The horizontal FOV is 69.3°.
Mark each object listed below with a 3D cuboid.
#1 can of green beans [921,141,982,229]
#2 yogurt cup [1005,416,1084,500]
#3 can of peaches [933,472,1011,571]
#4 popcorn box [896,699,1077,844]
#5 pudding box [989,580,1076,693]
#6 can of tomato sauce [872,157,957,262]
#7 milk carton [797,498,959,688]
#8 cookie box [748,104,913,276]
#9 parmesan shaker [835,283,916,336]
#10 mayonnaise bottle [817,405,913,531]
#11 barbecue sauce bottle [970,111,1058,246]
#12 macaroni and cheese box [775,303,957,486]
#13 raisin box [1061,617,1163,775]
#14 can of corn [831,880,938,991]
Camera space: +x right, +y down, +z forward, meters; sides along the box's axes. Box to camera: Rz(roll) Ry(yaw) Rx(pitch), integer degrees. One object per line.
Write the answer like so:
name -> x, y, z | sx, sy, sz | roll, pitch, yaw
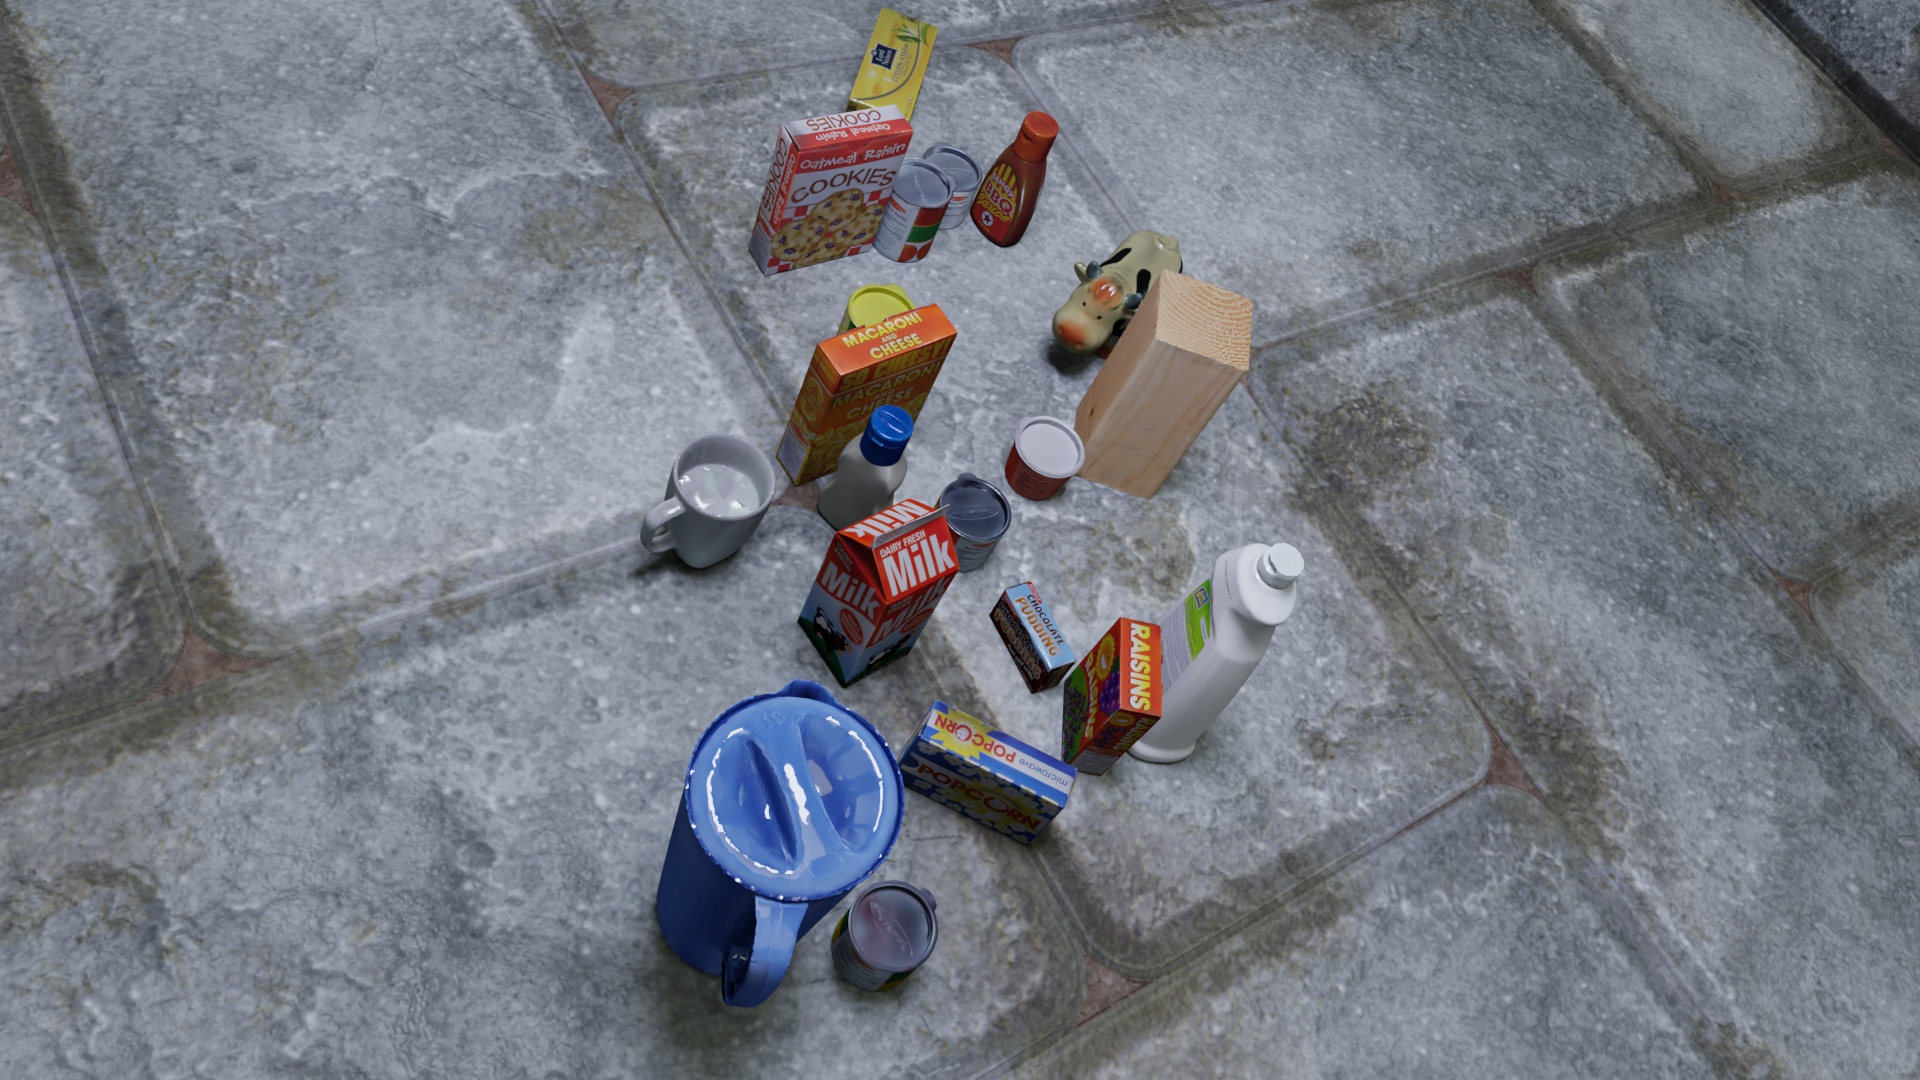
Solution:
can of green beans -> -0.017, -0.369, 1.451 | 0.071, 0.057, 0.071 | 10, 56, -15
yogurt cup -> 0.076, -0.074, 1.298 | 0.072, 0.053, 0.073 | 10, 56, -15
can of peaches -> 0.004, -0.015, 1.230 | 0.071, 0.057, 0.071 | 10, 56, -15
popcorn box -> 0.018, 0.183, 1.090 | 0.127, 0.084, 0.038 | 27, 53, -3
pudding box -> 0.062, 0.083, 1.194 | 0.030, 0.049, 0.084 | -17, 66, -29
can of tomato sauce -> -0.049, -0.332, 1.399 | 0.071, 0.082, 0.071 | 10, 56, -15
milk carton -> -0.063, 0.034, 1.090 | 0.072, 0.189, 0.073 | -26, 71, -32
cookie box -> -0.124, -0.330, 1.317 | 0.123, 0.166, 0.040 | -21, 68, -30
parmesan shaker -> -0.082, -0.178, 1.275 | 0.071, 0.102, 0.071 | 10, 56, -15
mayonnaise bottle -> -0.076, -0.057, 1.171 | 0.065, 0.147, 0.041 | 36, 54, 4
barbecue sauce bottle -> 0.059, -0.373, 1.426 | 0.044, 0.147, 0.065 | -30, 73, -33
macaroni and cheese box -> -0.084, -0.125, 1.200 | 0.124, 0.165, 0.040 | -25, 70, -32
raisin box -> 0.124, 0.130, 1.141 | 0.040, 0.122, 0.086 | 14, 55, -12
can of corn -> -0.054, 0.287, 1.012 | 0.071, 0.058, 0.071 | 10, 56, -15
